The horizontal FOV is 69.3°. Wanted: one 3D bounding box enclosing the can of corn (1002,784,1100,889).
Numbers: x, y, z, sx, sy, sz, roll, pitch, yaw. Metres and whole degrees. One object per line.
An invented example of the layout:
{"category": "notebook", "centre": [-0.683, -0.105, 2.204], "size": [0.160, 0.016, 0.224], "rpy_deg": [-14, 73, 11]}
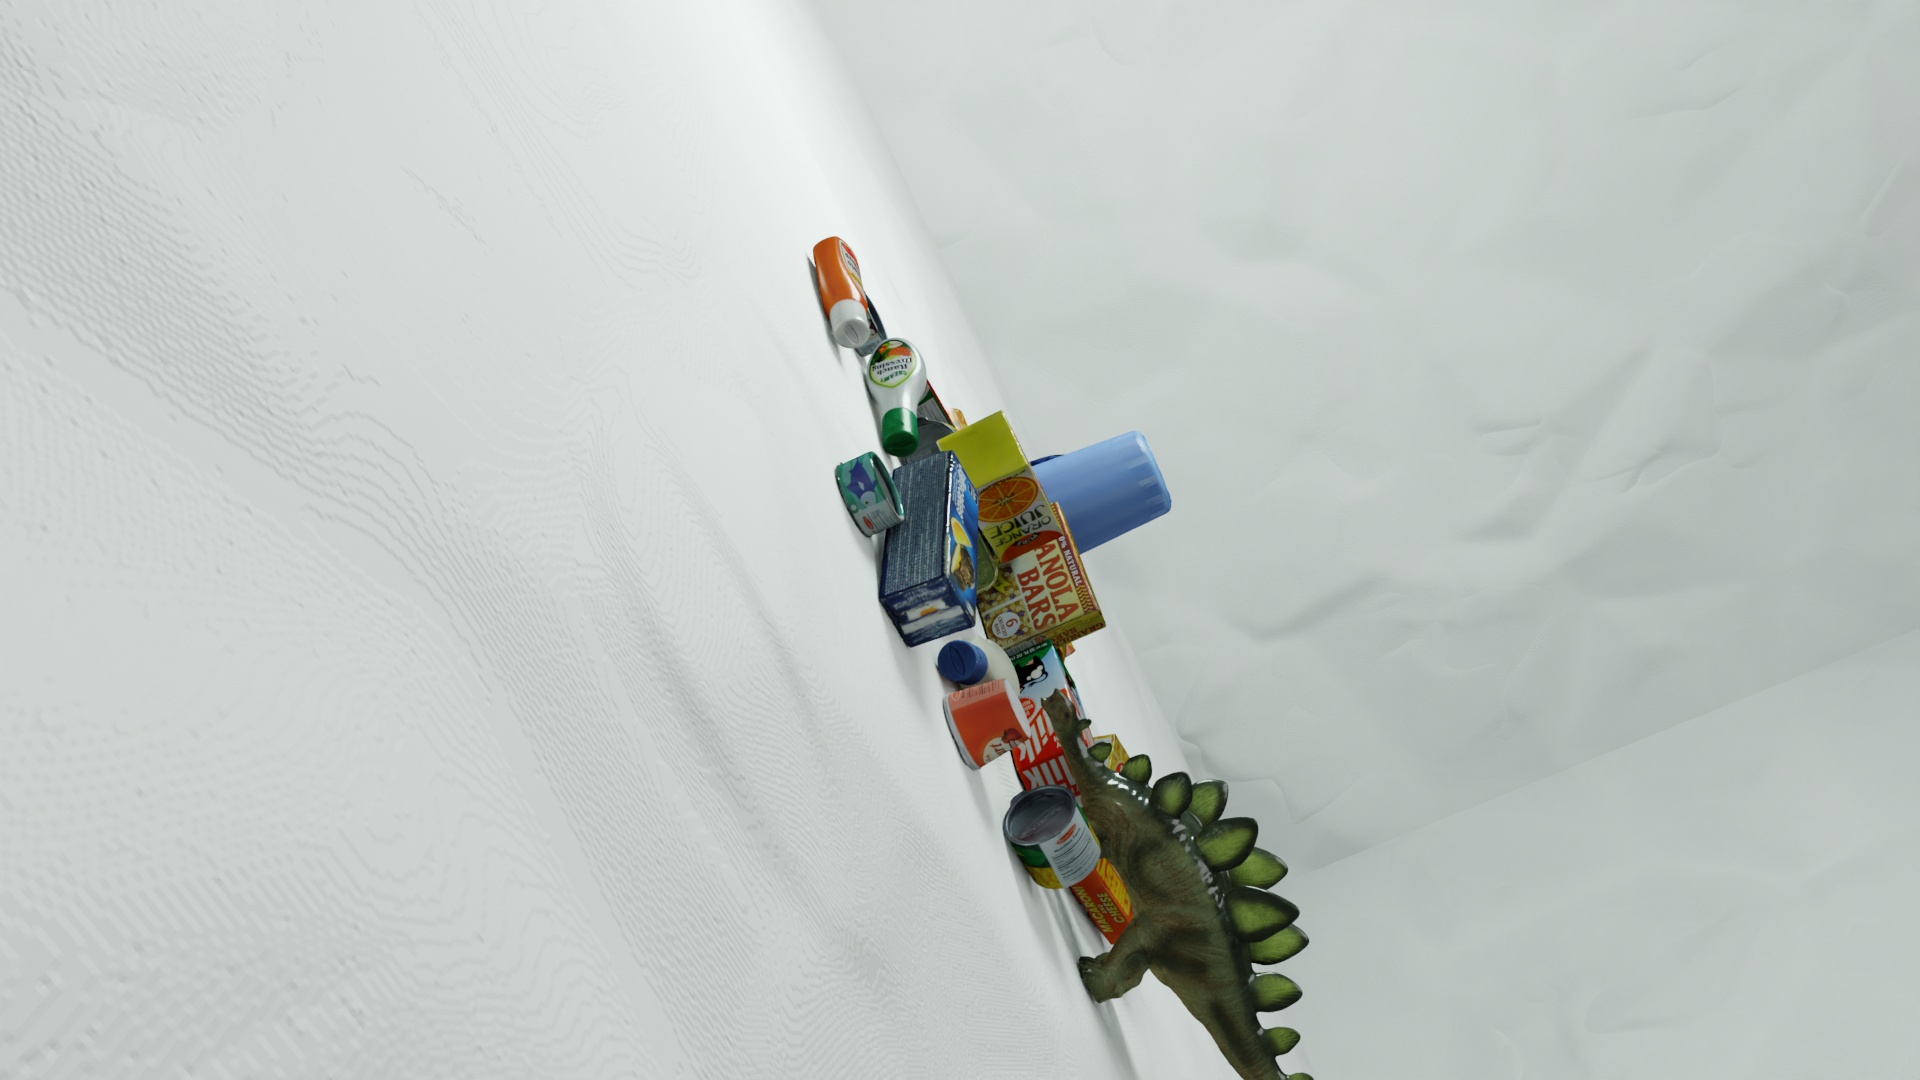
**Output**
{"category": "can of corn", "centre": [0.076, 0.248, 1.166], "size": [0.071, 0.071, 0.058], "rpy_deg": [-100, 164, -61]}

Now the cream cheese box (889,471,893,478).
{"category": "cream cheese box", "centre": [-0.043, -0.012, 1.302], "size": [0.053, 0.024, 0.103], "rpy_deg": [-98, 162, -67]}

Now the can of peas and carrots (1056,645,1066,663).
{"category": "can of peas and carrots", "centre": [0.085, 0.131, 1.563], "size": [0.059, 0.071, 0.071], "rpy_deg": [-49, 114, -81]}

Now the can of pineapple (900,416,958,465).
{"category": "can of pineapple", "centre": [-0.028, -0.097, 1.485], "size": [0.058, 0.071, 0.071], "rpy_deg": [-26, 91, -83]}

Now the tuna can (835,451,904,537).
{"category": "tuna can", "centre": [-0.075, -0.041, 1.151], "size": [0.071, 0.033, 0.071], "rpy_deg": [-26, 92, -82]}

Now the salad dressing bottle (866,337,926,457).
{"category": "salad dressing bottle", "centre": [-0.065, -0.149, 1.446], "size": [0.043, 0.064, 0.148], "rpy_deg": [71, 9, -46]}

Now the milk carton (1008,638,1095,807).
{"category": "milk carton", "centre": [0.090, 0.195, 1.378], "size": [0.191, 0.072, 0.073], "rpy_deg": [-104, 167, -51]}

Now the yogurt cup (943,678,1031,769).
{"category": "yogurt cup", "centre": [0.024, 0.149, 1.154], "size": [0.072, 0.054, 0.072], "rpy_deg": [-27, 92, -83]}

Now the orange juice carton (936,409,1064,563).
{"category": "orange juice carton", "centre": [0.047, -0.041, 1.381], "size": [0.073, 0.072, 0.192], "rpy_deg": [67, 5, 32]}

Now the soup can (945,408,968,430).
{"category": "soup can", "centre": [-0.015, -0.100, 1.596], "size": [0.084, 0.071, 0.071], "rpy_deg": [67, 8, 16]}

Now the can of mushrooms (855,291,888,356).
{"category": "can of mushrooms", "centre": [-0.107, -0.238, 1.517], "size": [0.071, 0.033, 0.071], "rpy_deg": [-26, 92, -81]}

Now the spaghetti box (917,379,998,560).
{"category": "spaghetti box", "centre": [-0.014, -0.091, 1.537], "size": [0.250, 0.050, 0.029], "rpy_deg": [59, 8, -1]}

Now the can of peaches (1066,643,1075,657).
{"category": "can of peaches", "centre": [0.095, 0.118, 1.650], "size": [0.058, 0.071, 0.071], "rpy_deg": [65, 8, -1]}

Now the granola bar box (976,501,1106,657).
{"category": "granola bar box", "centre": [0.077, 0.048, 1.542], "size": [0.039, 0.124, 0.166], "rpy_deg": [58, 10, -49]}

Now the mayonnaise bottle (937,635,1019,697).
{"category": "mayonnaise bottle", "centre": [0.015, 0.116, 1.250], "size": [0.065, 0.041, 0.148], "rpy_deg": [66, 9, 16]}

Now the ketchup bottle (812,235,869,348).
{"category": "ketchup bottle", "centre": [-0.121, -0.253, 1.435], "size": [0.064, 0.043, 0.149], "rpy_deg": [58, 12, -41]}

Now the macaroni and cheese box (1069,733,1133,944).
{"category": "macaroni and cheese box", "centre": [0.151, 0.298, 1.392], "size": [0.123, 0.040, 0.167], "rpy_deg": [58, 32, -32]}
